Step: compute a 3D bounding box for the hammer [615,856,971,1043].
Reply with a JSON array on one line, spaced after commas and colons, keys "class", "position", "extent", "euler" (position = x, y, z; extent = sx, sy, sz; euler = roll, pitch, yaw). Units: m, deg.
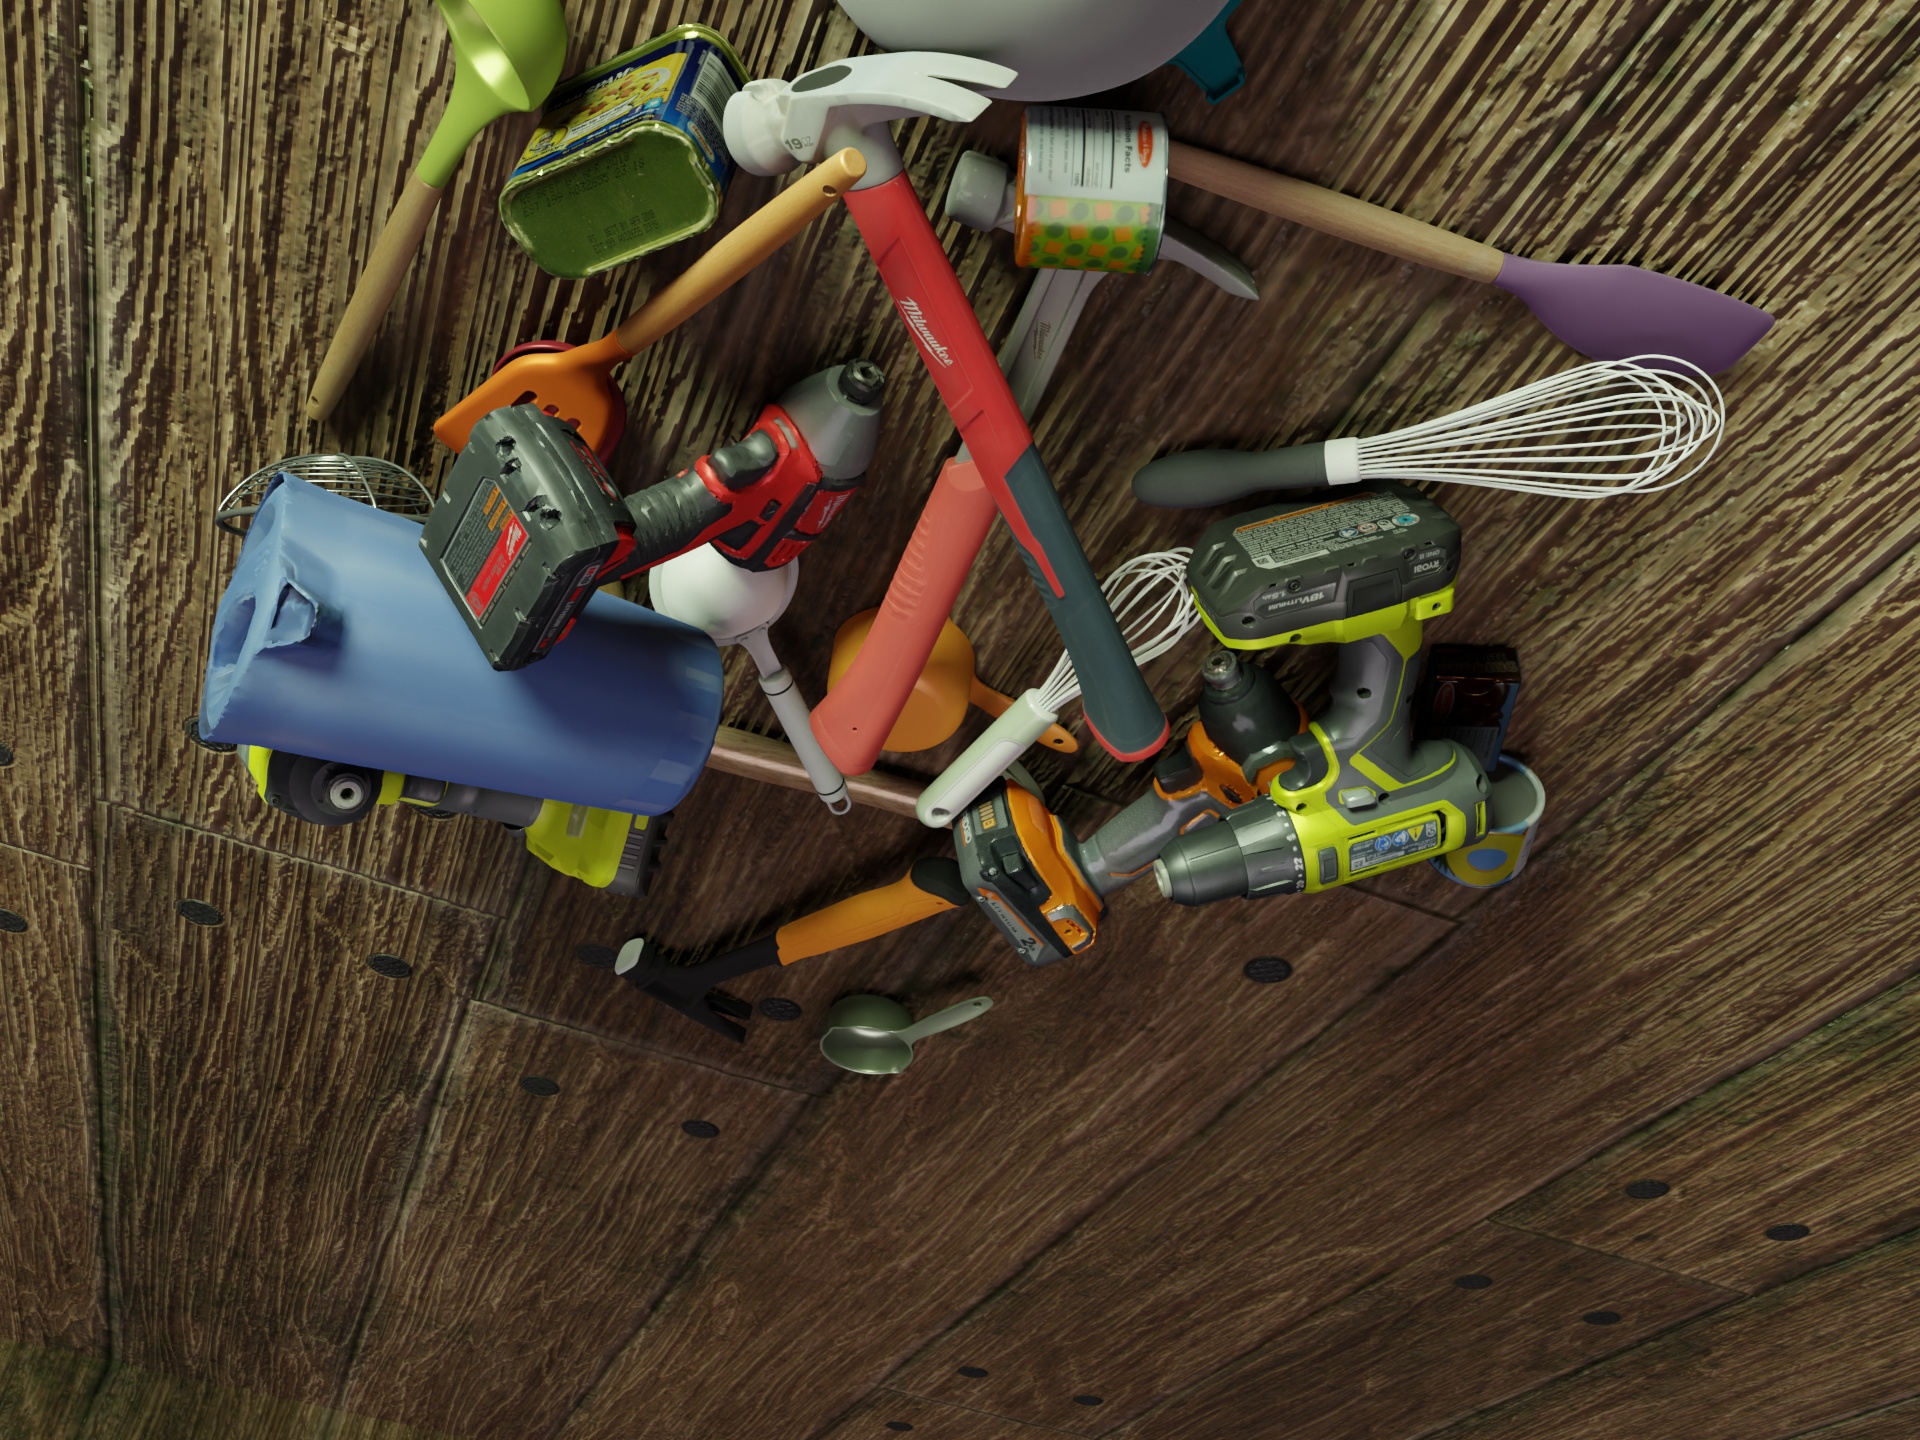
[{"class": "hammer", "position": [-0.112, 0.165, 1.170], "extent": [0.127, 0.034, 0.337], "euler": [37, 137, -29]}]

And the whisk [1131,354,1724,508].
[{"class": "whisk", "position": [0.223, -0.134, 0.791], "extent": [0.284, 0.070, 0.070], "euler": [-4, 138, 20]}]

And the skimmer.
[{"class": "skimmer", "position": [-0.328, -0.022, 0.969], "extent": [0.127, 0.090, 0.362], "euler": [0, 139, 6]}]

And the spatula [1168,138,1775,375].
[{"class": "spatula", "position": [0.220, -0.213, 0.726], "extent": [0.316, 0.018, 0.059], "euler": [15, 151, -10]}]

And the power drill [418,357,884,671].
[{"class": "power drill", "position": [-0.133, -0.110, 0.767], "extent": [0.078, 0.219, 0.143], "euler": [57, 136, 9]}]

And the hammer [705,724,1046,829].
[{"class": "hammer", "position": [-0.102, 0.031, 1.042], "extent": [0.331, 0.031, 0.130], "euler": [16, 139, -9]}]

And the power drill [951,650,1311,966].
[{"class": "power drill", "position": [0.111, 0.050, 0.975], "extent": [0.226, 0.084, 0.164], "euler": [-25, 131, 12]}]

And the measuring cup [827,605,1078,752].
[{"class": "measuring cup", "position": [-0.002, -0.003, 0.971], "extent": [0.173, 0.052, 0.095], "euler": [27, 135, -19]}]

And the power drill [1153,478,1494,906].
[{"class": "power drill", "position": [0.190, -0.001, 0.863], "extent": [0.190, 0.080, 0.228], "euler": [-16, 124, -5]}]

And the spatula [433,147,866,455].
[{"class": "spatula", "position": [-0.142, -0.176, 0.728], "extent": [0.081, 0.041, 0.322], "euler": [31, 151, -30]}]

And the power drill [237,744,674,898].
[{"class": "power drill", "position": [-0.287, 0.041, 0.917], "extent": [0.223, 0.080, 0.171], "euler": [14, -178, -34]}]

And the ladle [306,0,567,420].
[{"class": "ladle", "position": [-0.266, -0.235, 0.746], "extent": [0.078, 0.062, 0.320], "euler": [51, 134, 0]}]

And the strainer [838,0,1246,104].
[{"class": "strainer", "position": [-0.038, -0.317, 0.586], "extent": [0.340, 0.095, 0.210], "euler": [5, 139, 1]}]

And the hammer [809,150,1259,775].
[{"class": "hammer", "position": [0.008, -0.105, 0.825], "extent": [0.149, 0.037, 0.358], "euler": [18, 128, -11]}]

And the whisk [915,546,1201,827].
[{"class": "whisk", "position": [0.053, -0.013, 0.921], "extent": [0.057, 0.059, 0.246], "euler": [27, 125, -28]}]

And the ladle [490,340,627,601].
[{"class": "ladle", "position": [-0.202, -0.083, 0.910], "extent": [0.069, 0.031, 0.315], "euler": [-1, 133, 4]}]

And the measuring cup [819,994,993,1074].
[{"class": "measuring cup", "position": [-0.039, 0.234, 1.263], "extent": [0.167, 0.038, 0.083], "euler": [-27, 129, 31]}]

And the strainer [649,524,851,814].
[{"class": "strainer", "position": [-0.110, -0.030, 0.936], "extent": [0.087, 0.050, 0.258], "euler": [-29, 132, -7]}]

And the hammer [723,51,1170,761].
[{"class": "hammer", "position": [0.034, -0.118, 0.731], "extent": [0.143, 0.038, 0.385], "euler": [14, 146, 43]}]
